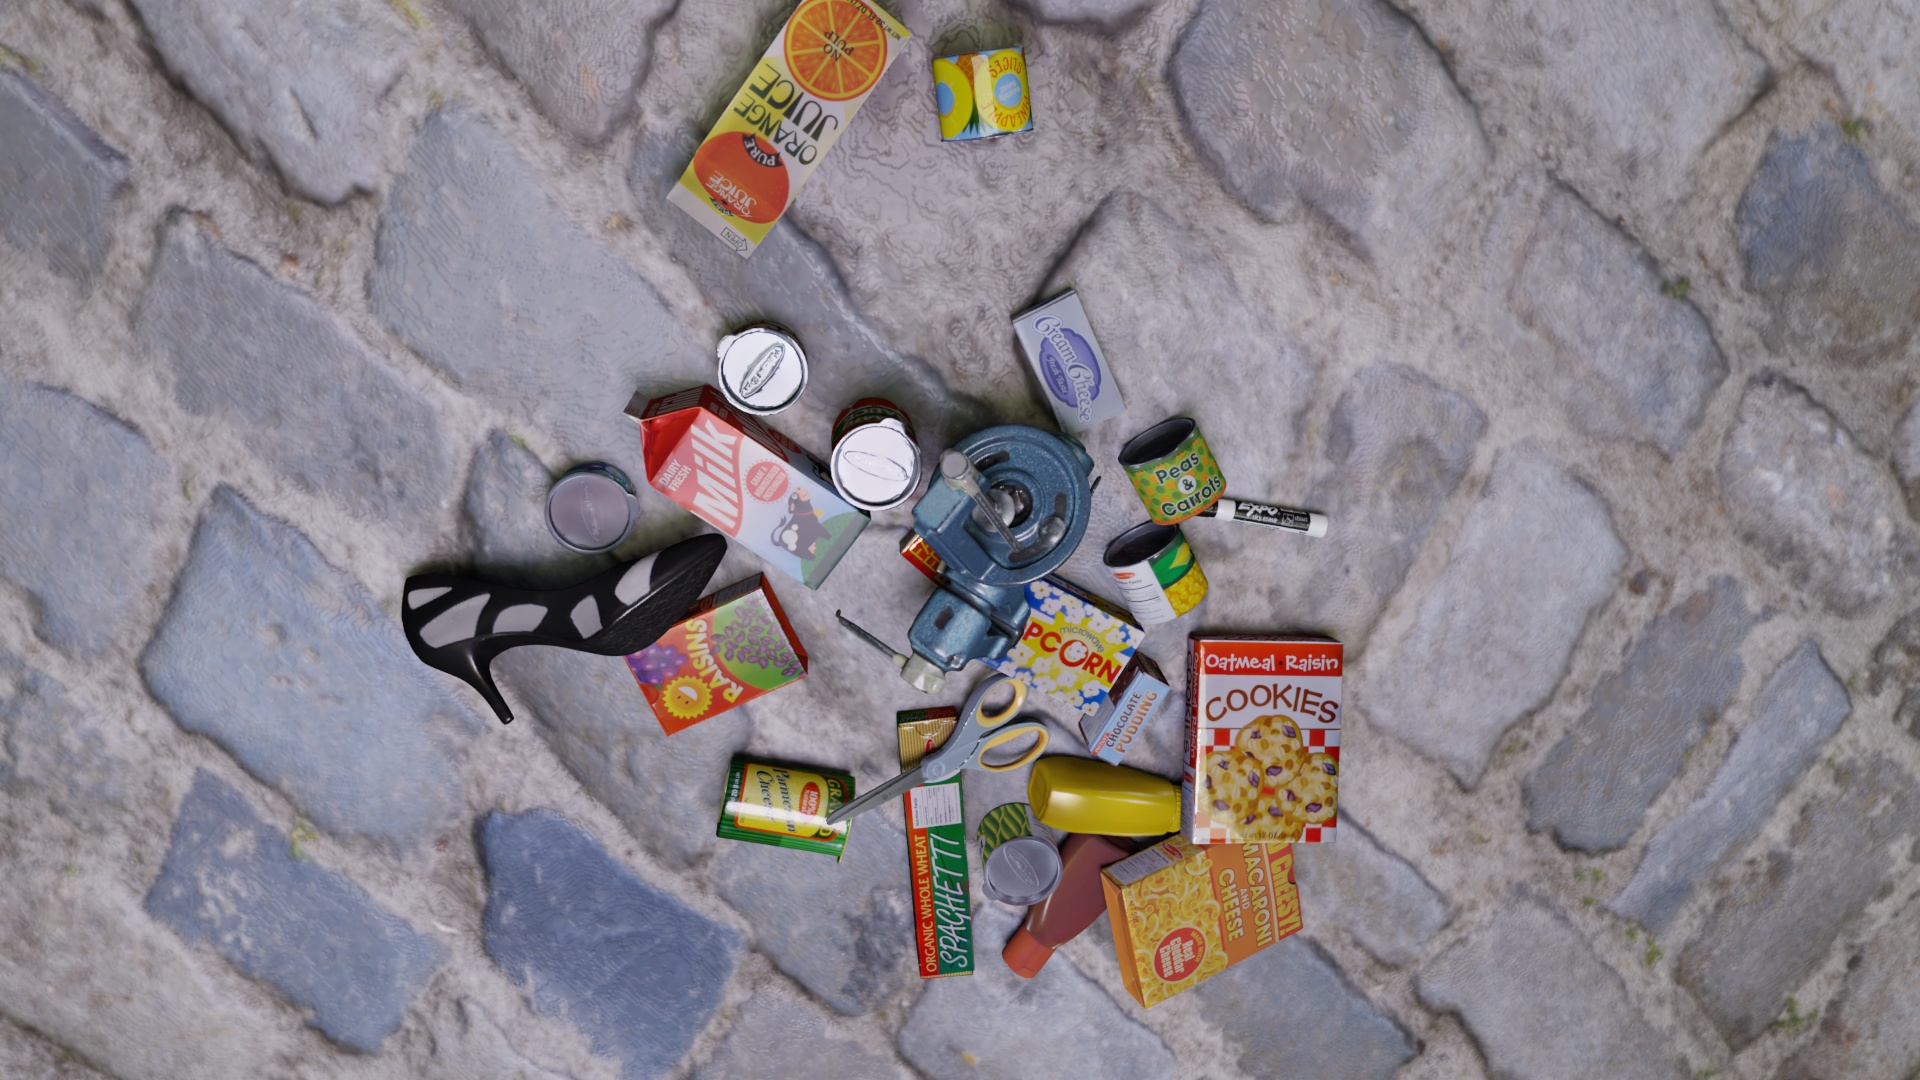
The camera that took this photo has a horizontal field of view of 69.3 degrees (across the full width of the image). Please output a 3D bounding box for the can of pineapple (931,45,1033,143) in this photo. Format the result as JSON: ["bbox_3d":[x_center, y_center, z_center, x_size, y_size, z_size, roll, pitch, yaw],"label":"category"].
[{"bbox_3d":[0.016,-0.312,0.970,0.071,0.071,0.057,-9,109,-3],"label":"can of pineapple"}]

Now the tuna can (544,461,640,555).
[{"bbox_3d":[-0.277,-0.025,1.054,0.071,0.033,0.070,-2,109,-5],"label":"tuna can"}]

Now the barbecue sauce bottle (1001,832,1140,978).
[{"bbox_3d":[0.091,0.313,1.200,0.065,0.044,0.148,30,104,-20],"label":"barbecue sauce bottle"}]

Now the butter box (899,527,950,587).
[{"bbox_3d":[0.004,-0.014,1.092,0.053,0.024,0.103,40,100,-16],"label":"butter box"}]

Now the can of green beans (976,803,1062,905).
[{"bbox_3d":[0.049,0.264,1.172,0.071,0.058,0.071,-2,109,-5],"label":"can of green beans"}]

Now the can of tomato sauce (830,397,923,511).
[{"bbox_3d":[-0.064,-0.068,1.036,0.071,0.083,0.071,-2,109,-5],"label":"can of tomato sauce"}]

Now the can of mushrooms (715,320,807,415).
[{"bbox_3d":[-0.148,-0.130,1.032,0.071,0.033,0.070,-2,109,-5],"label":"can of mushrooms"}]

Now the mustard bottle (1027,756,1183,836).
[{"bbox_3d":[0.138,0.220,1.165,0.160,0.065,0.048,11,110,-15],"label":"mustard bottle"}]

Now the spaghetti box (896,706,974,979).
[{"bbox_3d":[-0.020,0.259,1.178,0.050,0.029,0.249,-5,109,-4],"label":"spaghetti box"}]

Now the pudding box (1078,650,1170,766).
[{"bbox_3d":[0.134,0.137,1.143,0.030,0.050,0.083,28,104,-16],"label":"pudding box"}]

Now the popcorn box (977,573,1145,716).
[{"bbox_3d":[0.073,0.076,1.122,0.127,0.038,0.085,27,103,-14],"label":"popcorn box"}]

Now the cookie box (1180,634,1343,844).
[{"bbox_3d":[0.248,0.162,1.145,0.123,0.040,0.167,2,91,-8],"label":"cookie box"}]

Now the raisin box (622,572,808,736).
[{"bbox_3d":[-0.194,0.090,1.099,0.123,0.040,0.086,-23,110,3],"label":"raisin box"}]

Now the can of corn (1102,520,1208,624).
[{"bbox_3d":[0.157,0.023,1.100,0.071,0.071,0.058,-28,110,4],"label":"can of corn"}]

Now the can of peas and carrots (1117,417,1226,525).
[{"bbox_3d":[0.165,-0.053,1.071,0.071,0.071,0.058,-30,110,5],"label":"can of peas and carrots"}]

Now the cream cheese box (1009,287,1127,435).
[{"bbox_3d":[0.082,-0.135,1.060,0.053,0.024,0.103,-26,109,3],"label":"cream cheese box"}]

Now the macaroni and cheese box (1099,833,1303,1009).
[{"bbox_3d":[0.210,0.308,1.187,0.167,0.040,0.123,-20,111,-19],"label":"macaroni and cheese box"}]

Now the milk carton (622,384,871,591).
[{"bbox_3d":[-0.165,-0.051,1.037,0.190,0.072,0.073,34,102,-15],"label":"milk carton"}]

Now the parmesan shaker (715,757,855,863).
[{"bbox_3d":[-0.143,0.220,1.130,0.103,0.071,0.071,11,107,-10],"label":"parmesan shaker"}]

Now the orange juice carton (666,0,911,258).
[{"bbox_3d":[-0.120,-0.293,0.960,0.072,0.073,0.192,35,102,-16],"label":"orange juice carton"}]
